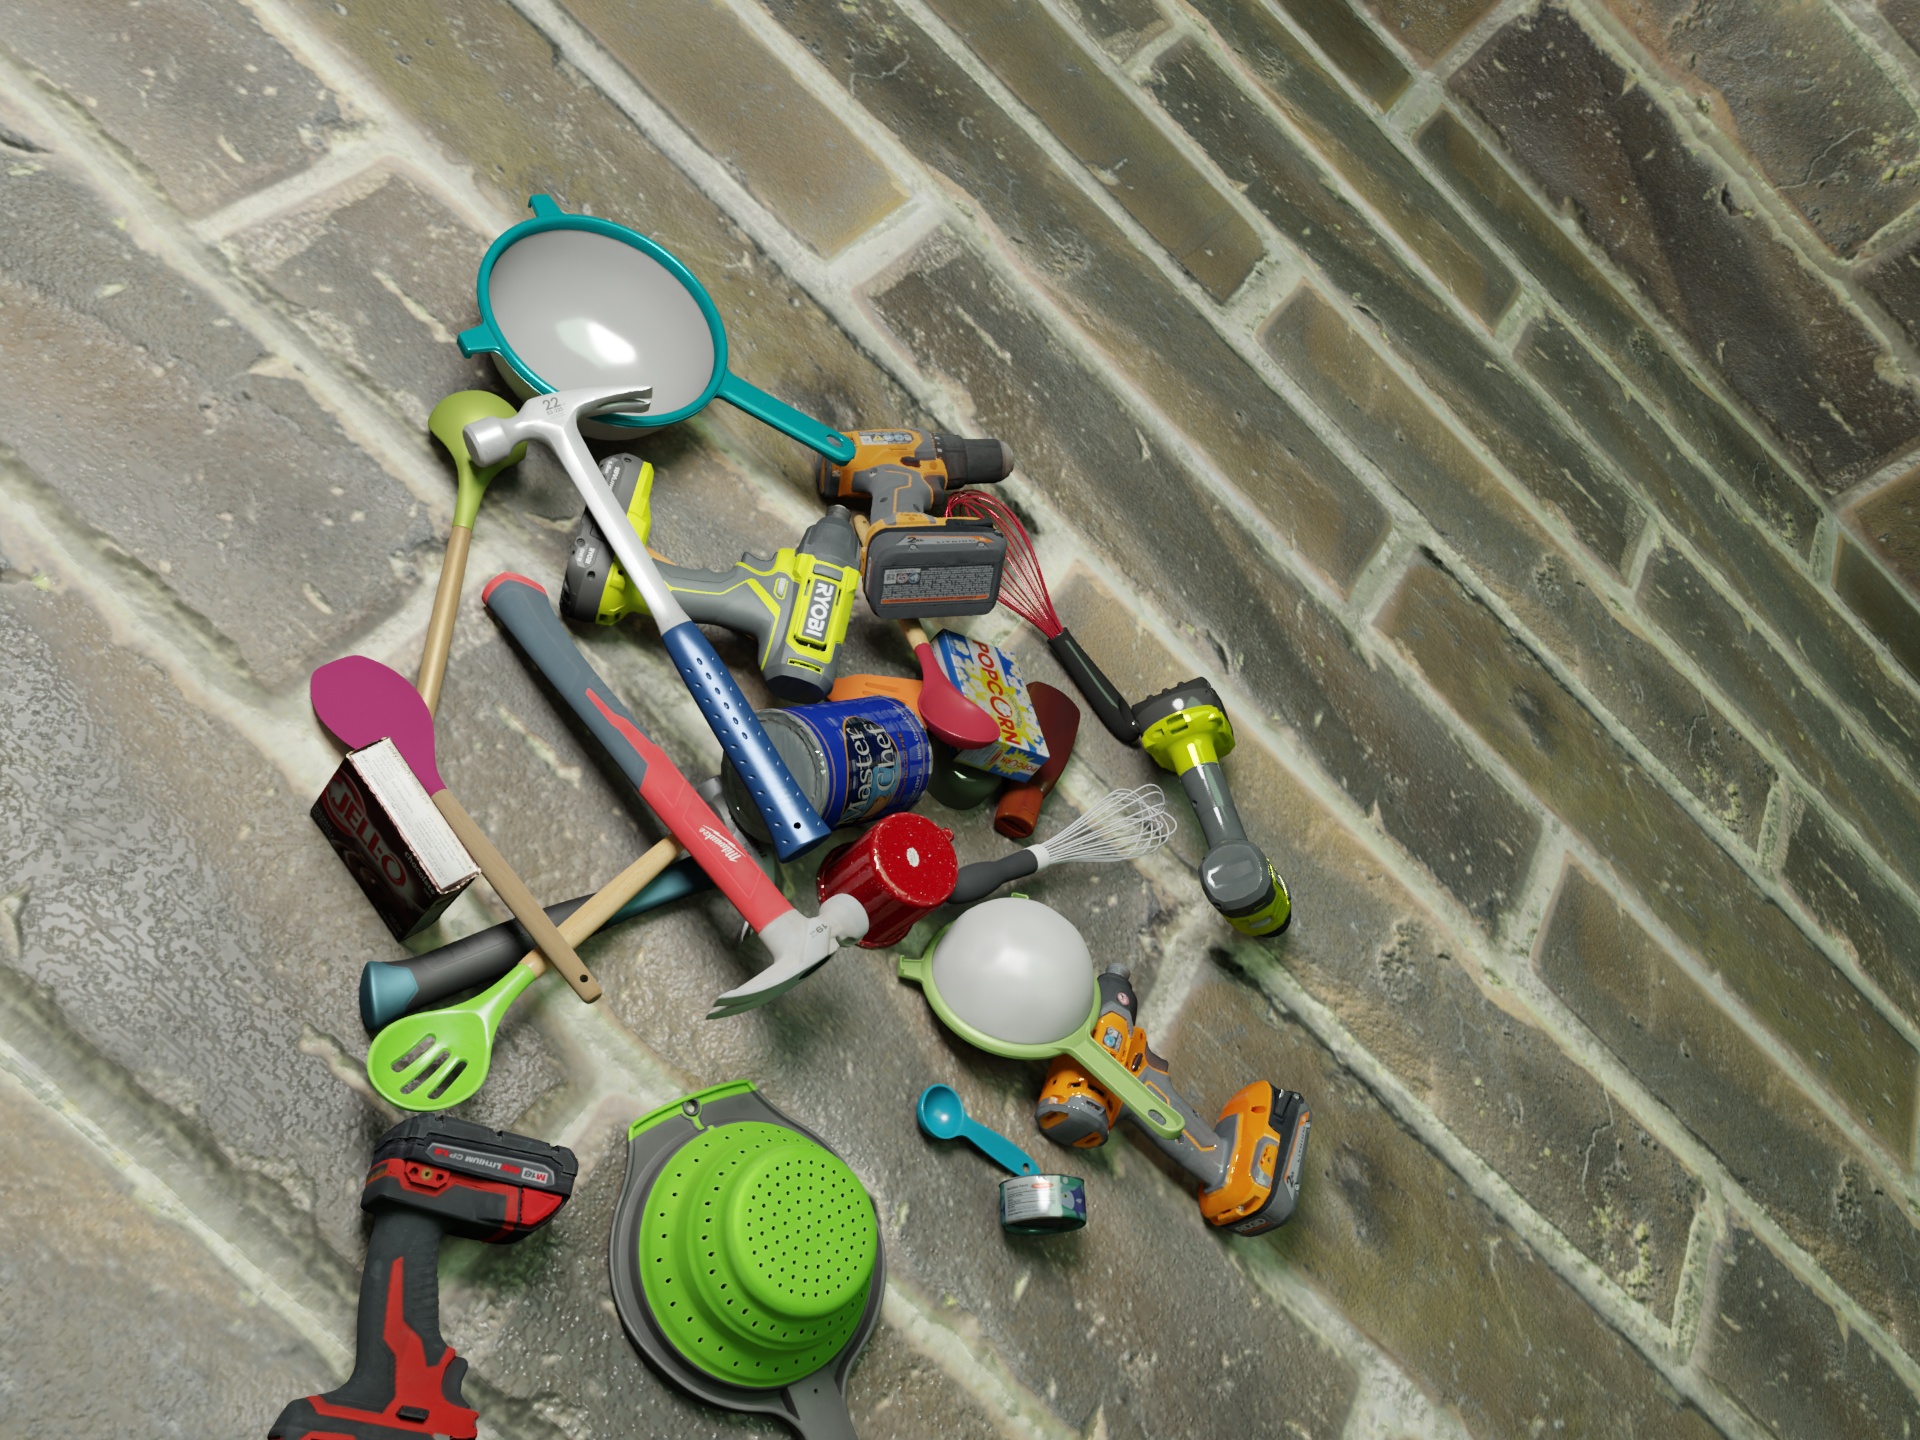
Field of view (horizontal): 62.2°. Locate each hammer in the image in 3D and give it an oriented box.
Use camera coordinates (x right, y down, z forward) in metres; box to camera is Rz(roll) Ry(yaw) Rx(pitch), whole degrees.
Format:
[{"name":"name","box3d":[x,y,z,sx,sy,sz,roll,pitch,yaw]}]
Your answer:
[{"name":"hammer","box3d":[-0.238,0.042,1.157,0.386,0.038,0.143,48,44,14]},{"name":"hammer","box3d":[-0.210,-0.079,1.177,0.144,0.035,0.406,-27,77,-23]},{"name":"hammer","box3d":[-0.270,0.139,1.132,0.331,0.033,0.128,-20,75,-42]}]

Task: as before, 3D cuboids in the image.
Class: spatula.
[{"name":"spatula","box3d":[-0.165,-0.081,1.336,0.322,0.041,0.081,34,34,-13]}]

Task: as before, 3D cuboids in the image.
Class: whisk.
[{"name":"whisk","box3d":[0.080,-0.097,1.517,0.295,0.073,0.073,52,46,-7]},{"name":"whisk","box3d":[0.087,0.111,1.382,0.284,0.070,0.070,-15,73,-42]}]

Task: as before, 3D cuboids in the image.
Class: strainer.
[{"name":"strainer","box3d":[-0.255,-0.285,1.355,0.340,0.095,0.211,26,53,-20]},{"name":"strainer","box3d":[0.083,0.221,1.245,0.151,0.069,0.257,-23,52,-40]}]

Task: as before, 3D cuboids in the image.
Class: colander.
[{"name":"colander","box3d":[-0.090,0.422,1.049,0.204,0.094,0.397,-13,72,-40]}]

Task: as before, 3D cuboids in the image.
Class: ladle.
[{"name":"ladle","box3d":[-0.386,-0.116,1.205,0.078,0.062,0.320,16,62,-26]},{"name":"ladle","box3d":[-0.042,-0.080,1.370,0.069,0.031,0.316,6,40,-32]}]

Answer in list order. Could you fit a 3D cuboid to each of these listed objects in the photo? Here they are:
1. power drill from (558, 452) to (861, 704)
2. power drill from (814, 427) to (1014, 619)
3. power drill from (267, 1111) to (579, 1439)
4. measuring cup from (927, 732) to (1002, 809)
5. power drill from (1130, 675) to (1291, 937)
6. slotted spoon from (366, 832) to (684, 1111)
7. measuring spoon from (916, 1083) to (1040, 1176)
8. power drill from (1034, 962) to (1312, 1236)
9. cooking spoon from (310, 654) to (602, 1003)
[{"name":"power drill","box3d":[-0.193,-0.123,1.274,0.223,0.080,0.171,17,64,-12]},{"name":"power drill","box3d":[-0.021,-0.187,1.413,0.185,0.084,0.226,-4,41,-16]},{"name":"power drill","box3d":[-0.293,0.368,0.949,0.187,0.080,0.227,23,55,-24]},{"name":"measuring cup","box3d":[-0.002,-0.005,1.409,0.083,0.038,0.168,10,61,-32]},{"name":"power drill","box3d":[0.243,0.091,1.475,0.190,0.080,0.229,42,27,-62]},{"name":"slotted spoon","box3d":[-0.275,0.157,1.076,0.070,0.031,0.314,36,44,9]},{"name":"measuring spoon","box3d":[0.012,0.327,1.239,0.128,0.021,0.042,39,46,-23]},{"name":"power drill","box3d":[0.179,0.311,1.325,0.226,0.084,0.164,32,49,-11]},{"name":"cooking spoon","box3d":[-0.343,0.071,1.086,0.069,0.017,0.319,-29,68,-39]}]
